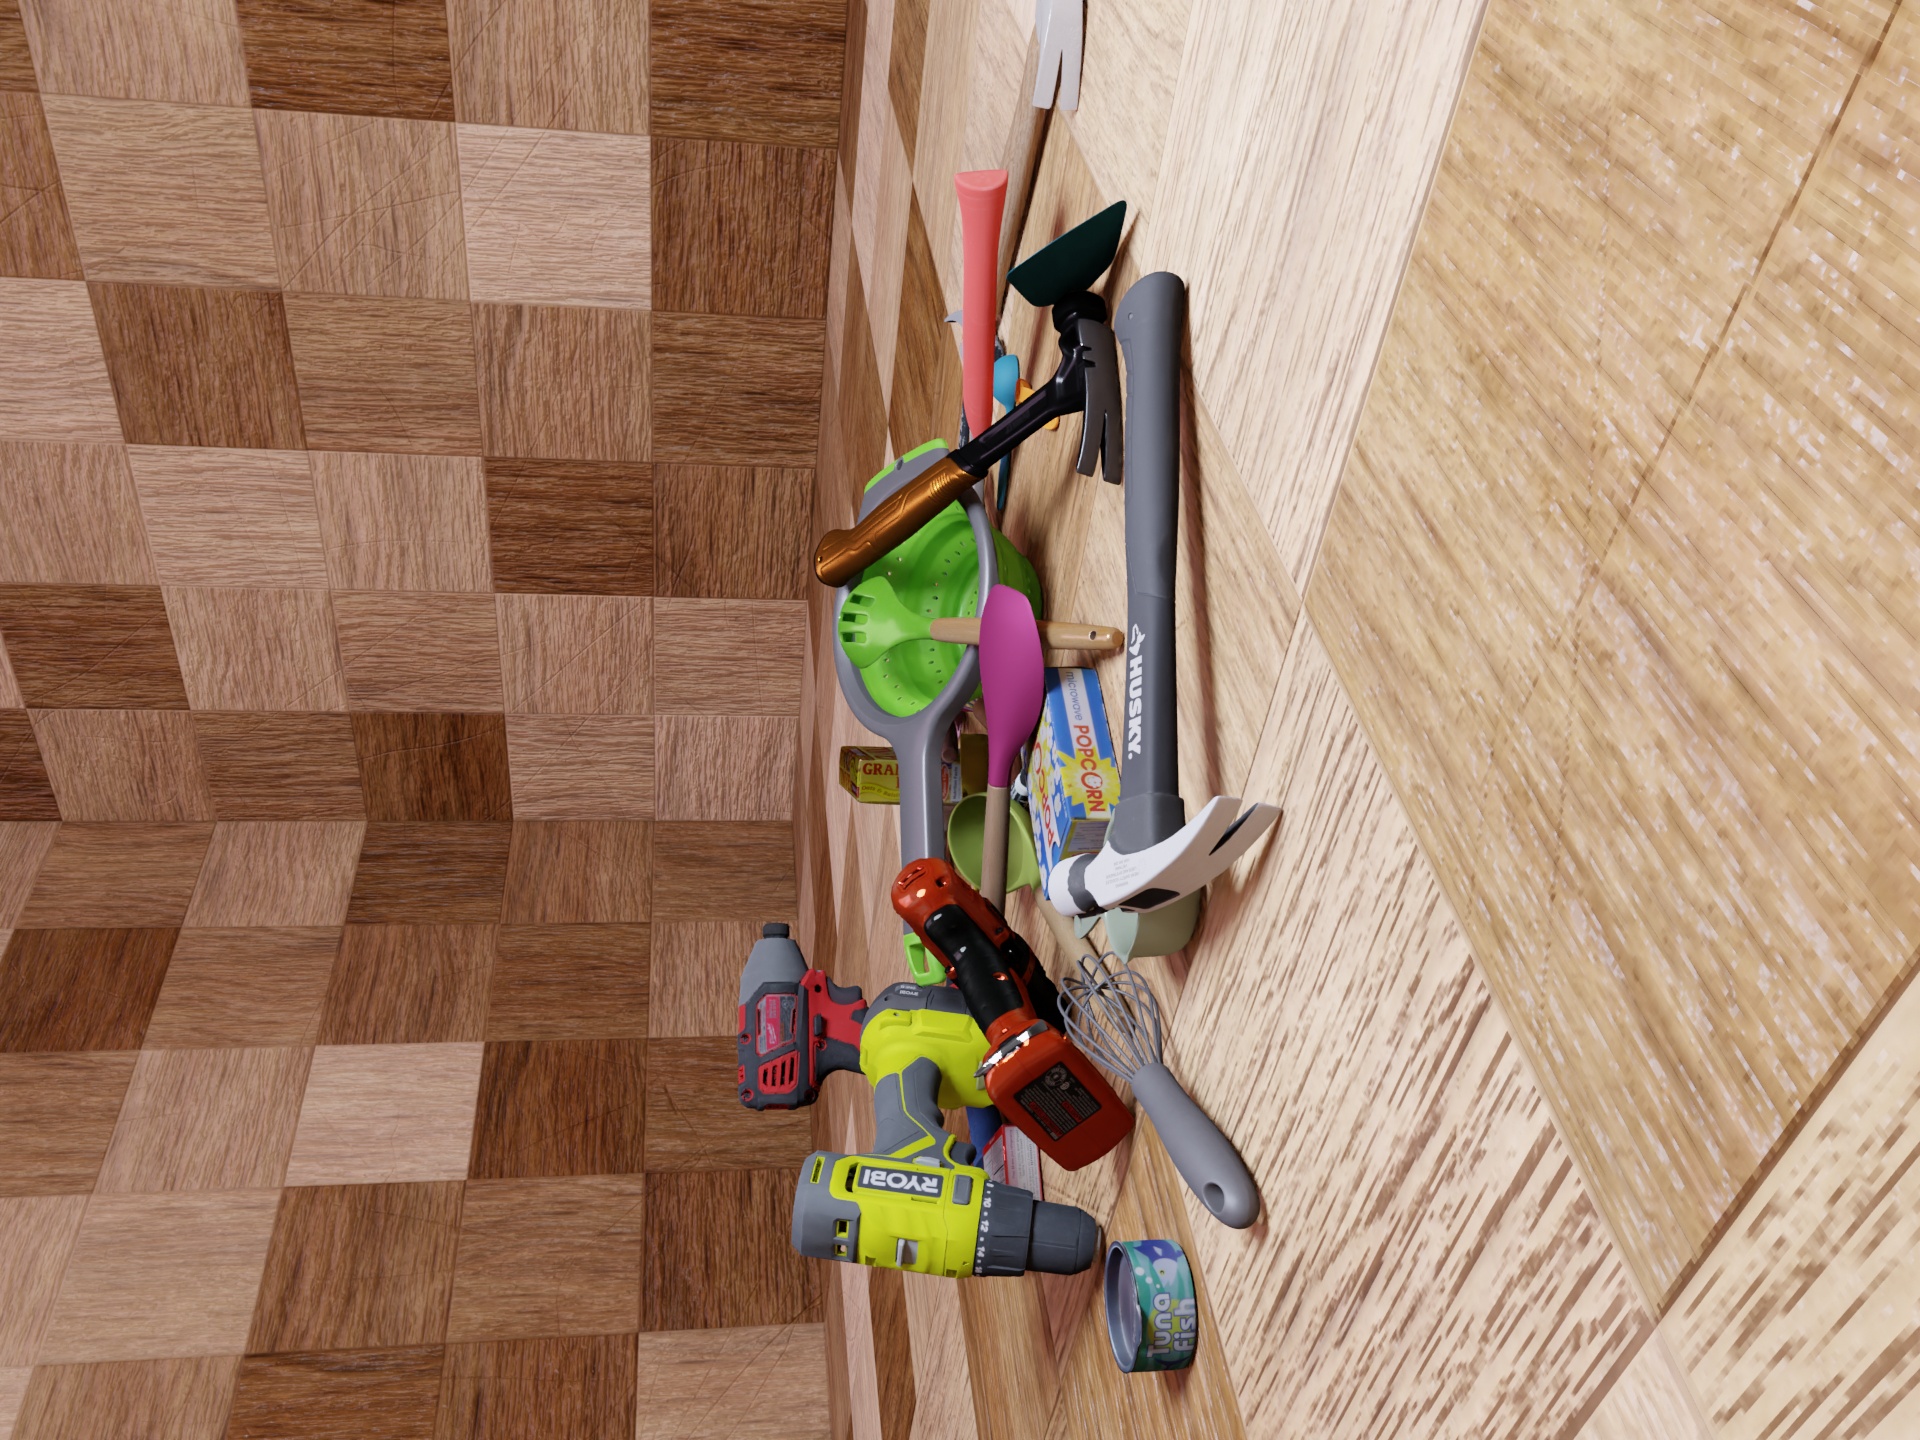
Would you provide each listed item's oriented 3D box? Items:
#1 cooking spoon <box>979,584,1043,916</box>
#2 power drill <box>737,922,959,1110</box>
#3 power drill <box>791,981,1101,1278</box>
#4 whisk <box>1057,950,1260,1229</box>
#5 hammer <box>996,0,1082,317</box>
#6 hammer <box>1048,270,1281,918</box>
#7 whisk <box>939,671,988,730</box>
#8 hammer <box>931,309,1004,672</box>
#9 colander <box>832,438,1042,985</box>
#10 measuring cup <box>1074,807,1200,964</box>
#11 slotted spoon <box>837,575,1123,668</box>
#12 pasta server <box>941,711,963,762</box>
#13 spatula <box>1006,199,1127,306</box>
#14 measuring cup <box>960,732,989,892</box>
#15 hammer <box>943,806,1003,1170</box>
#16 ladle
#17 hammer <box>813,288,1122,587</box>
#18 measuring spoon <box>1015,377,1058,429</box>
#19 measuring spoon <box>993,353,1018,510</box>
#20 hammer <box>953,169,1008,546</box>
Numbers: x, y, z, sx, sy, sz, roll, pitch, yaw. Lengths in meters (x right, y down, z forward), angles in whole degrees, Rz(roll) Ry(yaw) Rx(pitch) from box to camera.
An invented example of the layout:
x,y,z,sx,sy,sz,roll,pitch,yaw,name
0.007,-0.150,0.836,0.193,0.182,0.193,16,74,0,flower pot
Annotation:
x,y,z,sx,sy,sz,roll,pitch,yaw,name
0.025,0.066,1.057,0.069,0.017,0.318,28,123,49,cooking spoon
-0.063,0.228,1.239,0.078,0.219,0.143,118,151,-69,power drill
0.000,0.280,1.071,0.229,0.190,0.080,-77,-7,-63,power drill
0.101,0.185,0.821,0.239,0.055,0.055,-127,39,-67,whisk
0.045,-0.426,1.209,0.331,0.031,0.130,107,161,-60,hammer
0.099,-0.074,0.798,0.146,0.035,0.335,-27,56,58,hammer
0.013,-0.018,1.341,0.245,0.051,0.047,-130,47,-71,whisk
-0.006,-0.182,1.482,0.149,0.036,0.408,-103,16,-57,hammer
-0.002,-0.004,1.176,0.204,0.094,0.397,-22,66,50,colander
0.095,0.100,0.877,0.167,0.038,0.083,114,155,-71,measuring cup
0.000,-0.063,1.082,0.314,0.031,0.070,8,87,53,slotted spoon
-0.017,0.009,1.389,0.040,0.060,0.316,-59,6,7,pasta server
0.058,-0.311,1.082,0.044,0.082,0.318,57,-175,-17,spatula
0.018,0.078,1.265,0.062,0.029,0.156,-90,-5,-56,measuring cup
-0.001,0.243,1.420,0.406,0.035,0.144,-103,17,-54,hammer
0.051,0.129,1.073,0.320,0.062,0.078,-124,36,-69,ladle
-0.007,-0.159,1.097,0.337,0.034,0.127,-28,60,50,hammer
0.059,-0.236,1.186,0.117,0.011,0.021,-119,31,-64,measuring spoon
0.030,-0.236,1.306,0.042,0.021,0.128,-114,28,-68,measuring spoon
0.015,-0.253,1.205,0.358,0.036,0.149,91,171,-55,hammer
